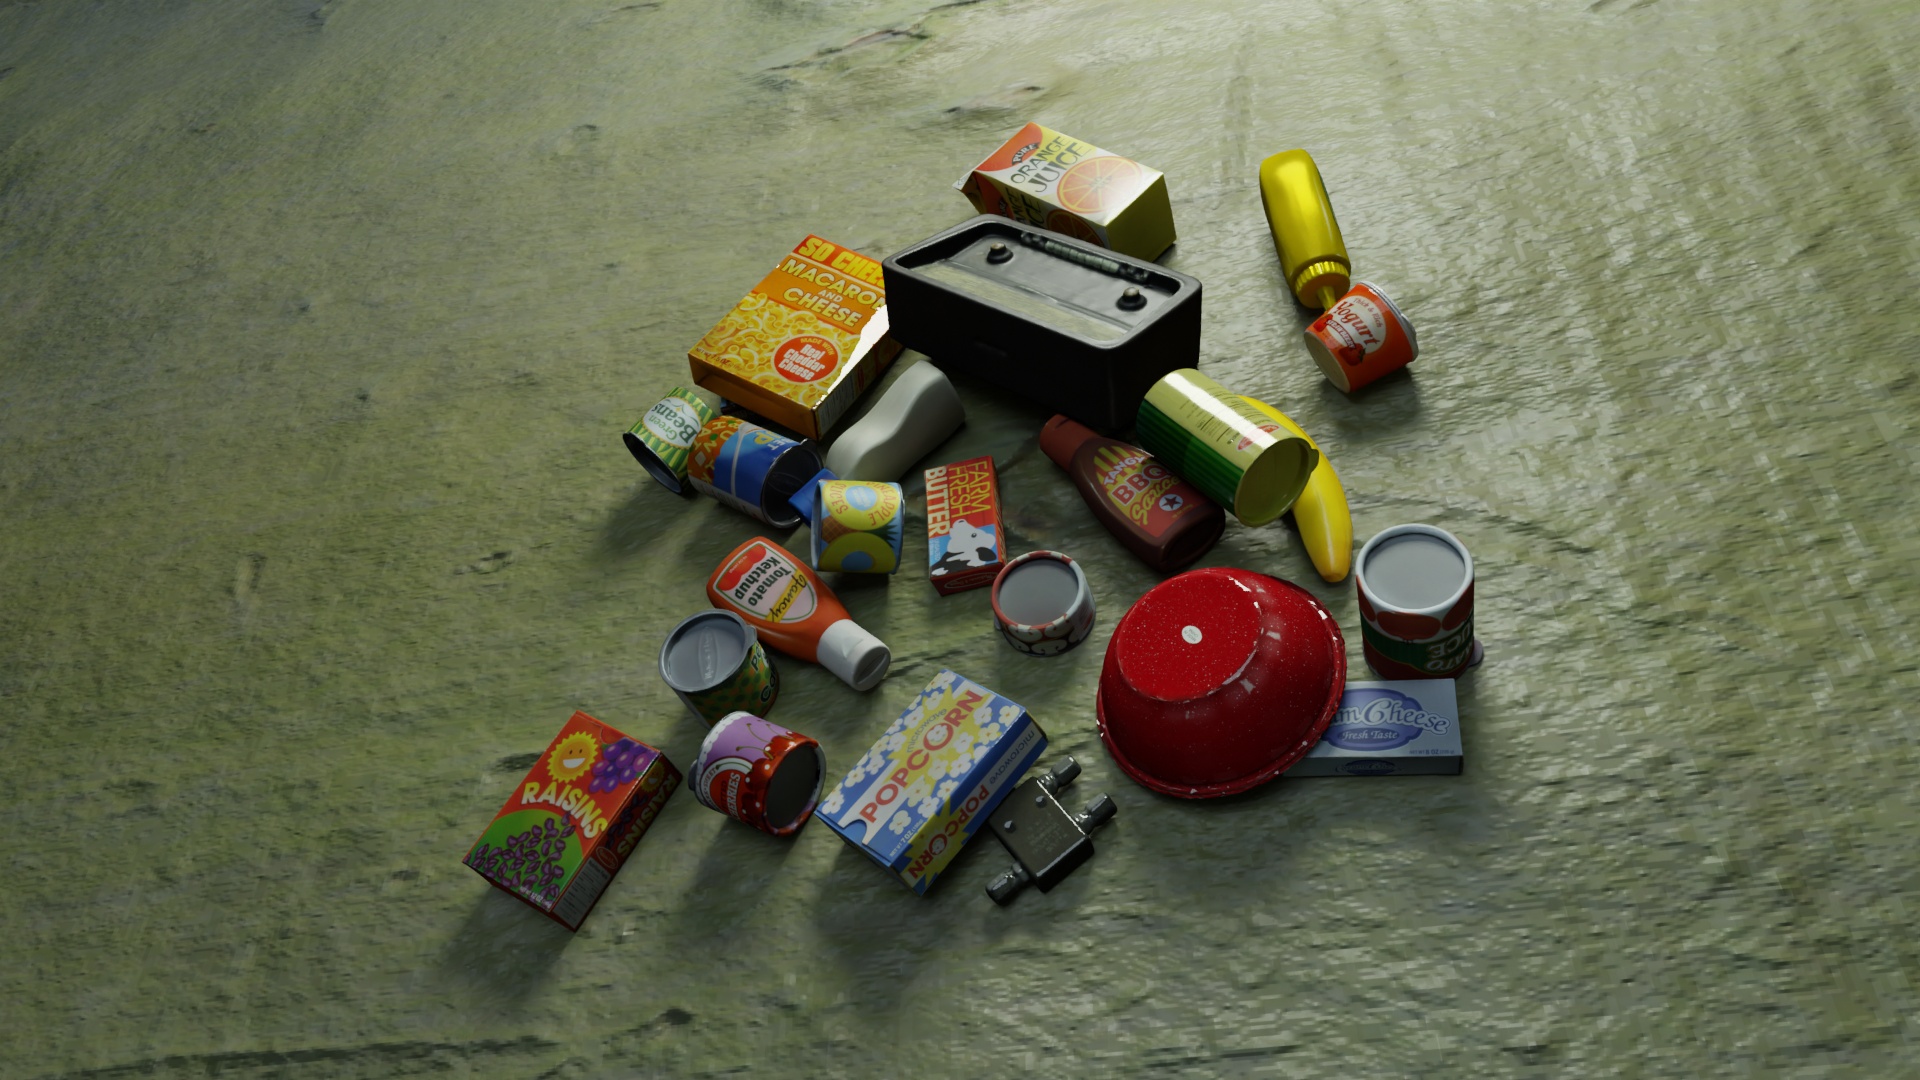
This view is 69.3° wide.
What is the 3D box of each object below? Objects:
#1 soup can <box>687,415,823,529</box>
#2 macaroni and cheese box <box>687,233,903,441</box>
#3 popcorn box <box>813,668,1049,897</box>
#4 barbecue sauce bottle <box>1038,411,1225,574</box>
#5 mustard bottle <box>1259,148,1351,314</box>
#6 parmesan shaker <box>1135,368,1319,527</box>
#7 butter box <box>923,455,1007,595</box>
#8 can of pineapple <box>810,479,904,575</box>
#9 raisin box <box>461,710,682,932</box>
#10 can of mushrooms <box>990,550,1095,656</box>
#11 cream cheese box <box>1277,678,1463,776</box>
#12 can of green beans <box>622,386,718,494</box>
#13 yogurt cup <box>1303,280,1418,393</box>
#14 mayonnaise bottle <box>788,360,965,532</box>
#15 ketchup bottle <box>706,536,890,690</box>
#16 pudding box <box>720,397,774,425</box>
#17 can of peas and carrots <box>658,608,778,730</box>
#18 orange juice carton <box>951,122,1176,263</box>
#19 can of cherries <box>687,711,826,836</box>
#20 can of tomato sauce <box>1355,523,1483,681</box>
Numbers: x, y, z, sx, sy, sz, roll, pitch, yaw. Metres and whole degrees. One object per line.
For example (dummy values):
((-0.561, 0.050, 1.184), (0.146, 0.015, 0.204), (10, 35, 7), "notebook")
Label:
((-0.155, -0.056, 1.059), (0.084, 0.071, 0.071), (23, 64, 33), "soup can")
((-0.119, -0.167, 1.124), (0.124, 0.040, 0.167), (26, 56, 19), "macaroni and cheese box")
((-0.017, 0.146, 0.859), (0.127, 0.038, 0.085), (-47, 38, -18), "popcorn box")
((0.113, -0.039, 0.967), (0.065, 0.043, 0.149), (-32, 49, -17), "barbecue sauce bottle")
((0.264, -0.223, 1.049), (0.049, 0.065, 0.161), (-16, 56, 14), "mustard bottle")
((0.174, -0.064, 0.917), (0.071, 0.071, 0.103), (-37, 47, -10), "parmesan shaker")
((0.004, -0.013, 0.998), (0.053, 0.024, 0.104), (-13, 50, 11), "butter box")
((-0.073, -0.011, 0.982), (0.058, 0.070, 0.071), (2, 50, -13), "can of pineapple")
((-0.258, 0.184, 0.927), (0.086, 0.040, 0.124), (17, 60, 31), "raisin box")
((0.053, 0.042, 0.933), (0.071, 0.033, 0.071), (-9, 52, 12), "can of mushrooms")
((0.240, 0.110, 0.820), (0.104, 0.024, 0.053), (-4, 51, 16), "cream cheese box")
((-0.224, -0.080, 1.103), (0.071, 0.071, 0.058), (29, 67, 35), "can of green beans")
((0.279, -0.140, 0.976), (0.054, 0.072, 0.072), (-35, 50, 2), "yogurt cup")
((-0.064, -0.066, 1.041), (0.148, 0.064, 0.041), (-43, 53, -11), "mayonnaise bottle")
((-0.111, 0.054, 0.974), (0.149, 0.043, 0.065), (31, 68, 35), "ketchup bottle")
((-0.170, -0.134, 1.150), (0.049, 0.030, 0.084), (-11, 51, 10), "pudding box")
((-0.163, 0.089, 0.955), (0.071, 0.058, 0.071), (-9, 51, 12), "can of peas and carrots")
((0.080, -0.285, 1.151), (0.072, 0.072, 0.193), (-44, 52, -16), "orange juice carton")
((-0.129, 0.151, 0.889), (0.058, 0.071, 0.072), (17, 61, 28), "can of cherries")
((0.272, 0.040, 0.824), (0.071, 0.082, 0.071), (-10, 51, 13), "can of tomato sauce")
